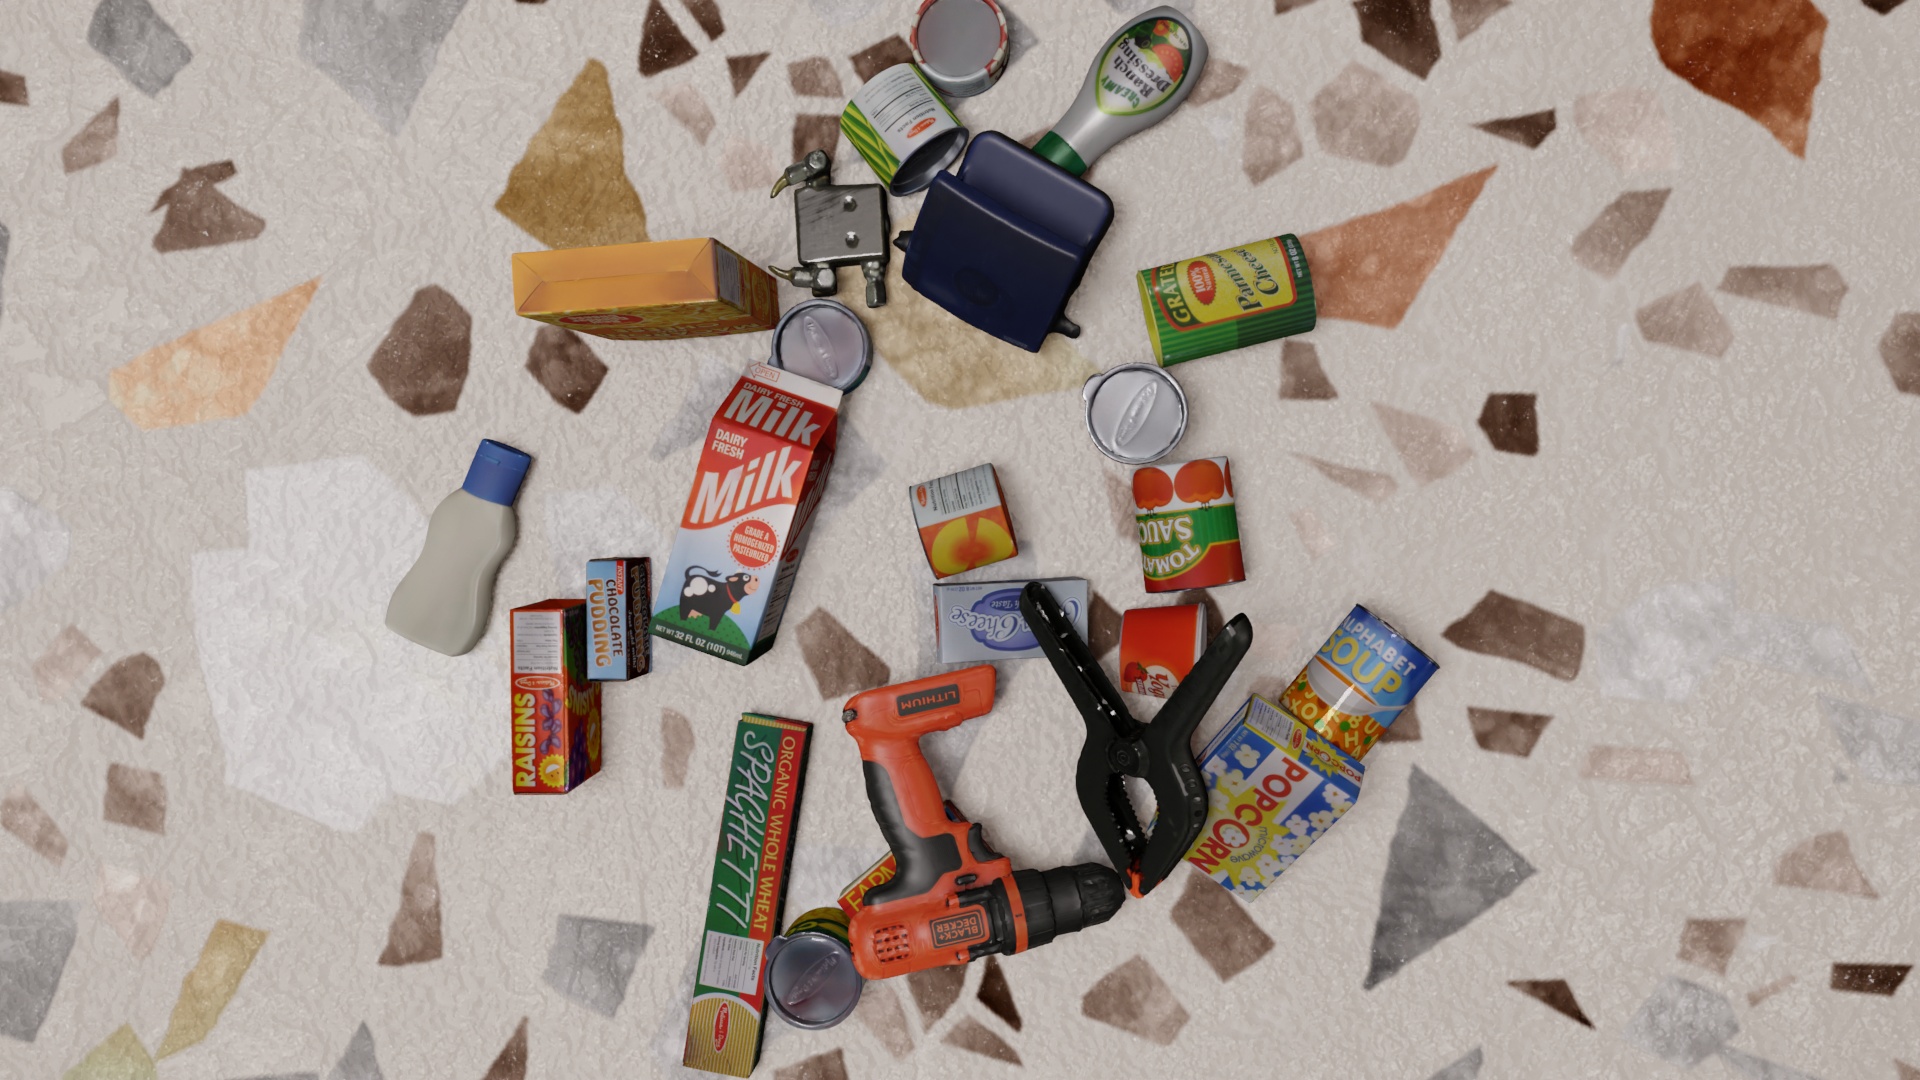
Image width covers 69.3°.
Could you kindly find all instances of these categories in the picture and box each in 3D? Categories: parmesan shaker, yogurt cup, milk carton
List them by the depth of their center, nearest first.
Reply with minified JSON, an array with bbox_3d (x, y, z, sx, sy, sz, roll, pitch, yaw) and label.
[{"bbox_3d":[0.173,-0.159,0.909,0.103,0.071,0.071,-14,90,5],"label":"parmesan shaker"},{"bbox_3d":[0.134,0.074,0.919,0.054,0.072,0.072,2,92,13],"label":"yogurt cup"},{"bbox_3d":[-0.139,-0.021,0.930,0.072,0.073,0.190,19,96,5],"label":"milk carton"}]

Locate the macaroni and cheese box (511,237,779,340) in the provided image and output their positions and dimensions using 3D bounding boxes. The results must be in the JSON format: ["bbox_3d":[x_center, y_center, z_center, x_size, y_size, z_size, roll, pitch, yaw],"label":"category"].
[{"bbox_3d":[-0.194,-0.157,0.888,0.124,0.166,0.040,-3,92,5],"label":"macaroni and cheese box"}]

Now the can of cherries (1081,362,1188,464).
[{"bbox_3d":[0.114,-0.085,0.919,0.071,0.058,0.071,0,93,5],"label":"can of cherries"}]

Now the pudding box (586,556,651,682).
[{"bbox_3d":[-0.235,0.054,0.955,0.030,0.050,0.083,0,91,7],"label":"pudding box"}]

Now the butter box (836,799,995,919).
[{"bbox_3d":[-0.030,0.232,0.955,0.103,0.024,0.053,-42,87,4],"label":"butter box"}]

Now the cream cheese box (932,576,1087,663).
[{"bbox_3d":[0.034,0.053,0.929,0.104,0.024,0.053,-2,92,-16],"label":"cream cheese box"}]

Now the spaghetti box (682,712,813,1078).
[{"bbox_3d":[-0.146,0.243,0.963,0.050,0.029,0.249,10,92,5],"label":"spaghetti box"}]

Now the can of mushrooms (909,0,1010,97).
[{"bbox_3d":[0.000,-0.338,0.935,0.071,0.033,0.071,0,92,6],"label":"can of mushrooms"}]

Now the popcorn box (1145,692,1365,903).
[{"bbox_3d":[0.189,0.168,0.897,0.085,0.038,0.126,33,128,3],"label":"popcorn box"}]

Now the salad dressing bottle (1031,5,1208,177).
[{"bbox_3d":[0.098,-0.286,0.922,0.064,0.044,0.147,45,95,1],"label":"salad dressing bottle"}]

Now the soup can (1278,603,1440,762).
[{"bbox_3d":[0.258,0.093,0.904,0.071,0.071,0.083,39,95,3],"label":"soup can"}]

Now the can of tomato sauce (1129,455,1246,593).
[{"bbox_3d":[0.147,-0.010,0.912,0.071,0.071,0.083,-8,90,5],"label":"can of tomato sauce"}]

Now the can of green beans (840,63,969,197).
[{"bbox_3d":[-0.037,-0.272,0.921,0.071,0.071,0.058,-38,83,5],"label":"can of green beans"}]

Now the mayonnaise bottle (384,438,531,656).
[{"bbox_3d":[-0.344,0.003,0.968,0.065,0.041,0.148,24,92,2],"label":"mayonnaise bottle"}]

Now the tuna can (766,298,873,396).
[{"bbox_3d":[-0.096,-0.129,0.948,0.071,0.033,0.071,0,91,5],"label":"tuna can"}]

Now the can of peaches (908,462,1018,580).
[{"bbox_3d":[0.003,-0.012,0.927,0.058,0.071,0.071,-17,90,5],"label":"can of peaches"}]

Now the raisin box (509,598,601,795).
[{"bbox_3d":[-0.272,0.103,0.941,0.040,0.086,0.123,0,91,0],"label":"raisin box"}]

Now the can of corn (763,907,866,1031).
[{"bbox_3d":[-0.097,0.288,0.945,0.071,0.058,0.071,0,92,5],"label":"can of corn"}]
